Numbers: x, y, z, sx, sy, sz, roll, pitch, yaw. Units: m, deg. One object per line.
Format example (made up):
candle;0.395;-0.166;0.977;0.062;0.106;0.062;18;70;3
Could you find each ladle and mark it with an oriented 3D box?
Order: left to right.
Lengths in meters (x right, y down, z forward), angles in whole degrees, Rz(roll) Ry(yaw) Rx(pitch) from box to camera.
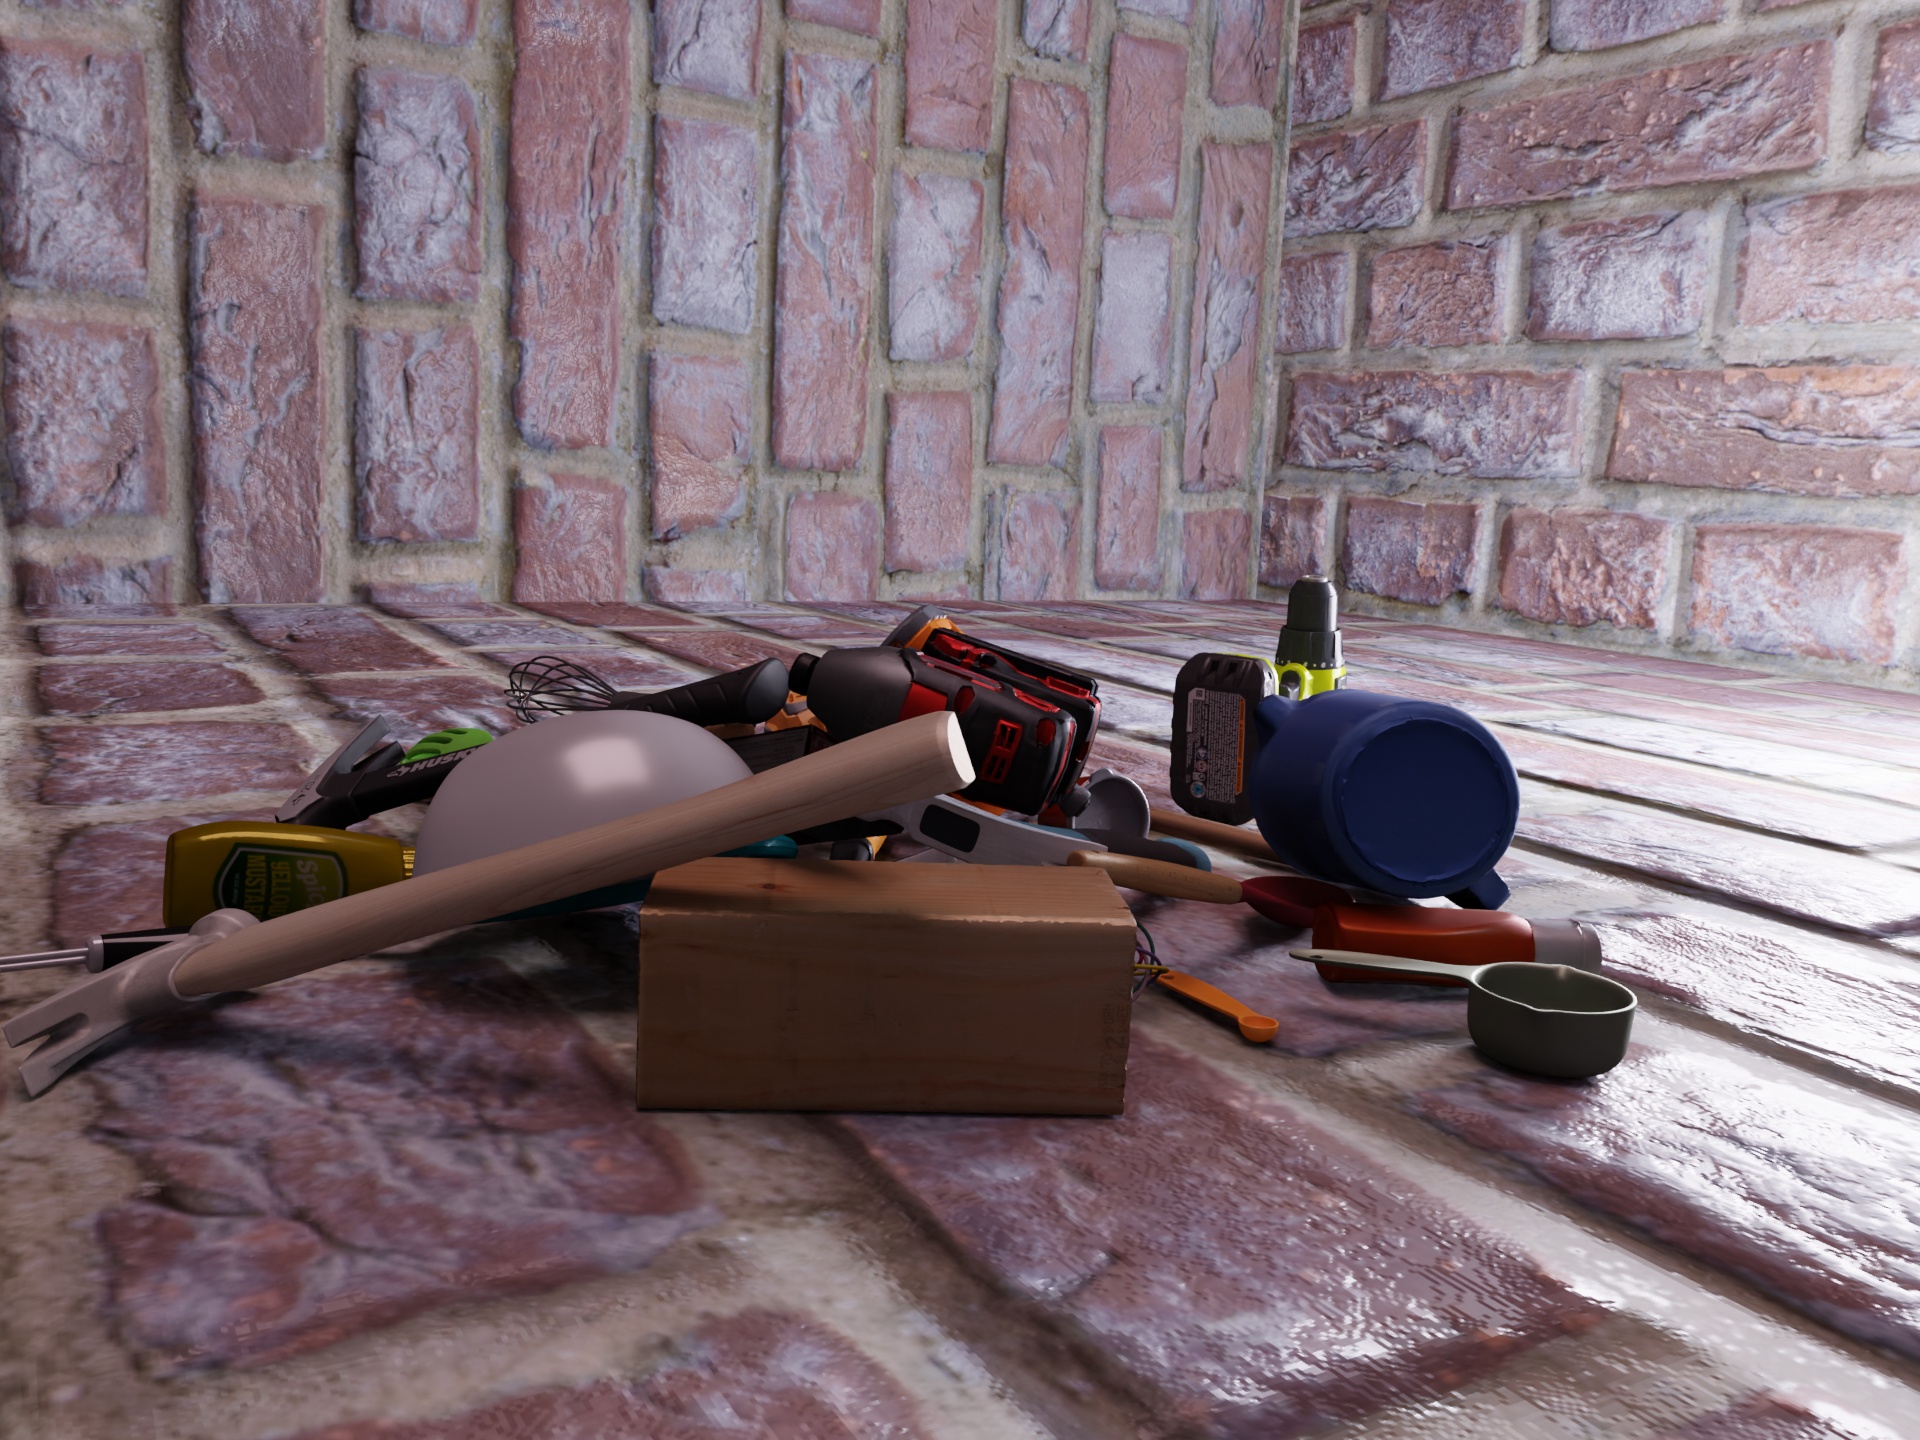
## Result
ladle;0.141;0.092;0.880;0.069;0.031;0.315;12;-2;35

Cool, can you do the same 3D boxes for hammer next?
hammer;-0.193;0.071;0.669;0.410;0.038;0.146;-17;8;13
hammer;-0.261;0.015;0.973;0.335;0.035;0.146;-14;29;14
hammer;-0.061;0.079;1.042;0.127;0.034;0.337;-13;7;2
hammer;0.070;0.074;0.926;0.128;0.033;0.330;21;3;30

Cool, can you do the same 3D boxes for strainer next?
strainer;-0.154;0.031;0.808;0.211;0.095;0.340;-1;-14;-45

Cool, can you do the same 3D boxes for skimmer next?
skimmer;-0.477;0.088;0.746;0.363;0.090;0.127;-1;-22;-36

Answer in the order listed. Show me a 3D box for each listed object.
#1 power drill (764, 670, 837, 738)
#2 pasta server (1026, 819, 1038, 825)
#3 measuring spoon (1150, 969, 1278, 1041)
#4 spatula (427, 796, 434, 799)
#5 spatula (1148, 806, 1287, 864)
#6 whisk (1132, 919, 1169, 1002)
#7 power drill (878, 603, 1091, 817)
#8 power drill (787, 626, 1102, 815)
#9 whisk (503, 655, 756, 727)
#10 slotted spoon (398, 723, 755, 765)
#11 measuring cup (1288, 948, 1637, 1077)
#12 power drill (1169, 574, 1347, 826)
power drill;-0.181;0.033;1.079;0.226;0.084;0.185;-17;19;-14
pasta server;0.035;0.101;1.029;0.060;0.040;0.316;4;5;6
measuring spoon;0.128;0.146;0.821;0.021;0.011;0.117;-1;6;-21
spatula;-0.291;0.063;1.178;0.322;0.041;0.081;1;10;16
spatula;0.142;0.083;1.178;0.318;0.044;0.082;13;12;28
whisk;-0.016;0.125;0.808;0.245;0.051;0.047;0;15;0
power drill;0.008;0.017;1.078;0.164;0.084;0.226;43;-13;3
power drill;-0.001;-0.003;0.855;0.143;0.078;0.219;20;5;10
whisk;-0.221;-0.011;1.047;0.239;0.055;0.055;6;9;38
slotted spoon;-0.258;0.017;1.031;0.314;0.031;0.070;-5;30;32
measuring cup;0.245;0.142;0.791;0.168;0.038;0.083;5;9;28
power drill;0.259;-0.016;1.319;0.080;0.190;0.228;8;15;32
